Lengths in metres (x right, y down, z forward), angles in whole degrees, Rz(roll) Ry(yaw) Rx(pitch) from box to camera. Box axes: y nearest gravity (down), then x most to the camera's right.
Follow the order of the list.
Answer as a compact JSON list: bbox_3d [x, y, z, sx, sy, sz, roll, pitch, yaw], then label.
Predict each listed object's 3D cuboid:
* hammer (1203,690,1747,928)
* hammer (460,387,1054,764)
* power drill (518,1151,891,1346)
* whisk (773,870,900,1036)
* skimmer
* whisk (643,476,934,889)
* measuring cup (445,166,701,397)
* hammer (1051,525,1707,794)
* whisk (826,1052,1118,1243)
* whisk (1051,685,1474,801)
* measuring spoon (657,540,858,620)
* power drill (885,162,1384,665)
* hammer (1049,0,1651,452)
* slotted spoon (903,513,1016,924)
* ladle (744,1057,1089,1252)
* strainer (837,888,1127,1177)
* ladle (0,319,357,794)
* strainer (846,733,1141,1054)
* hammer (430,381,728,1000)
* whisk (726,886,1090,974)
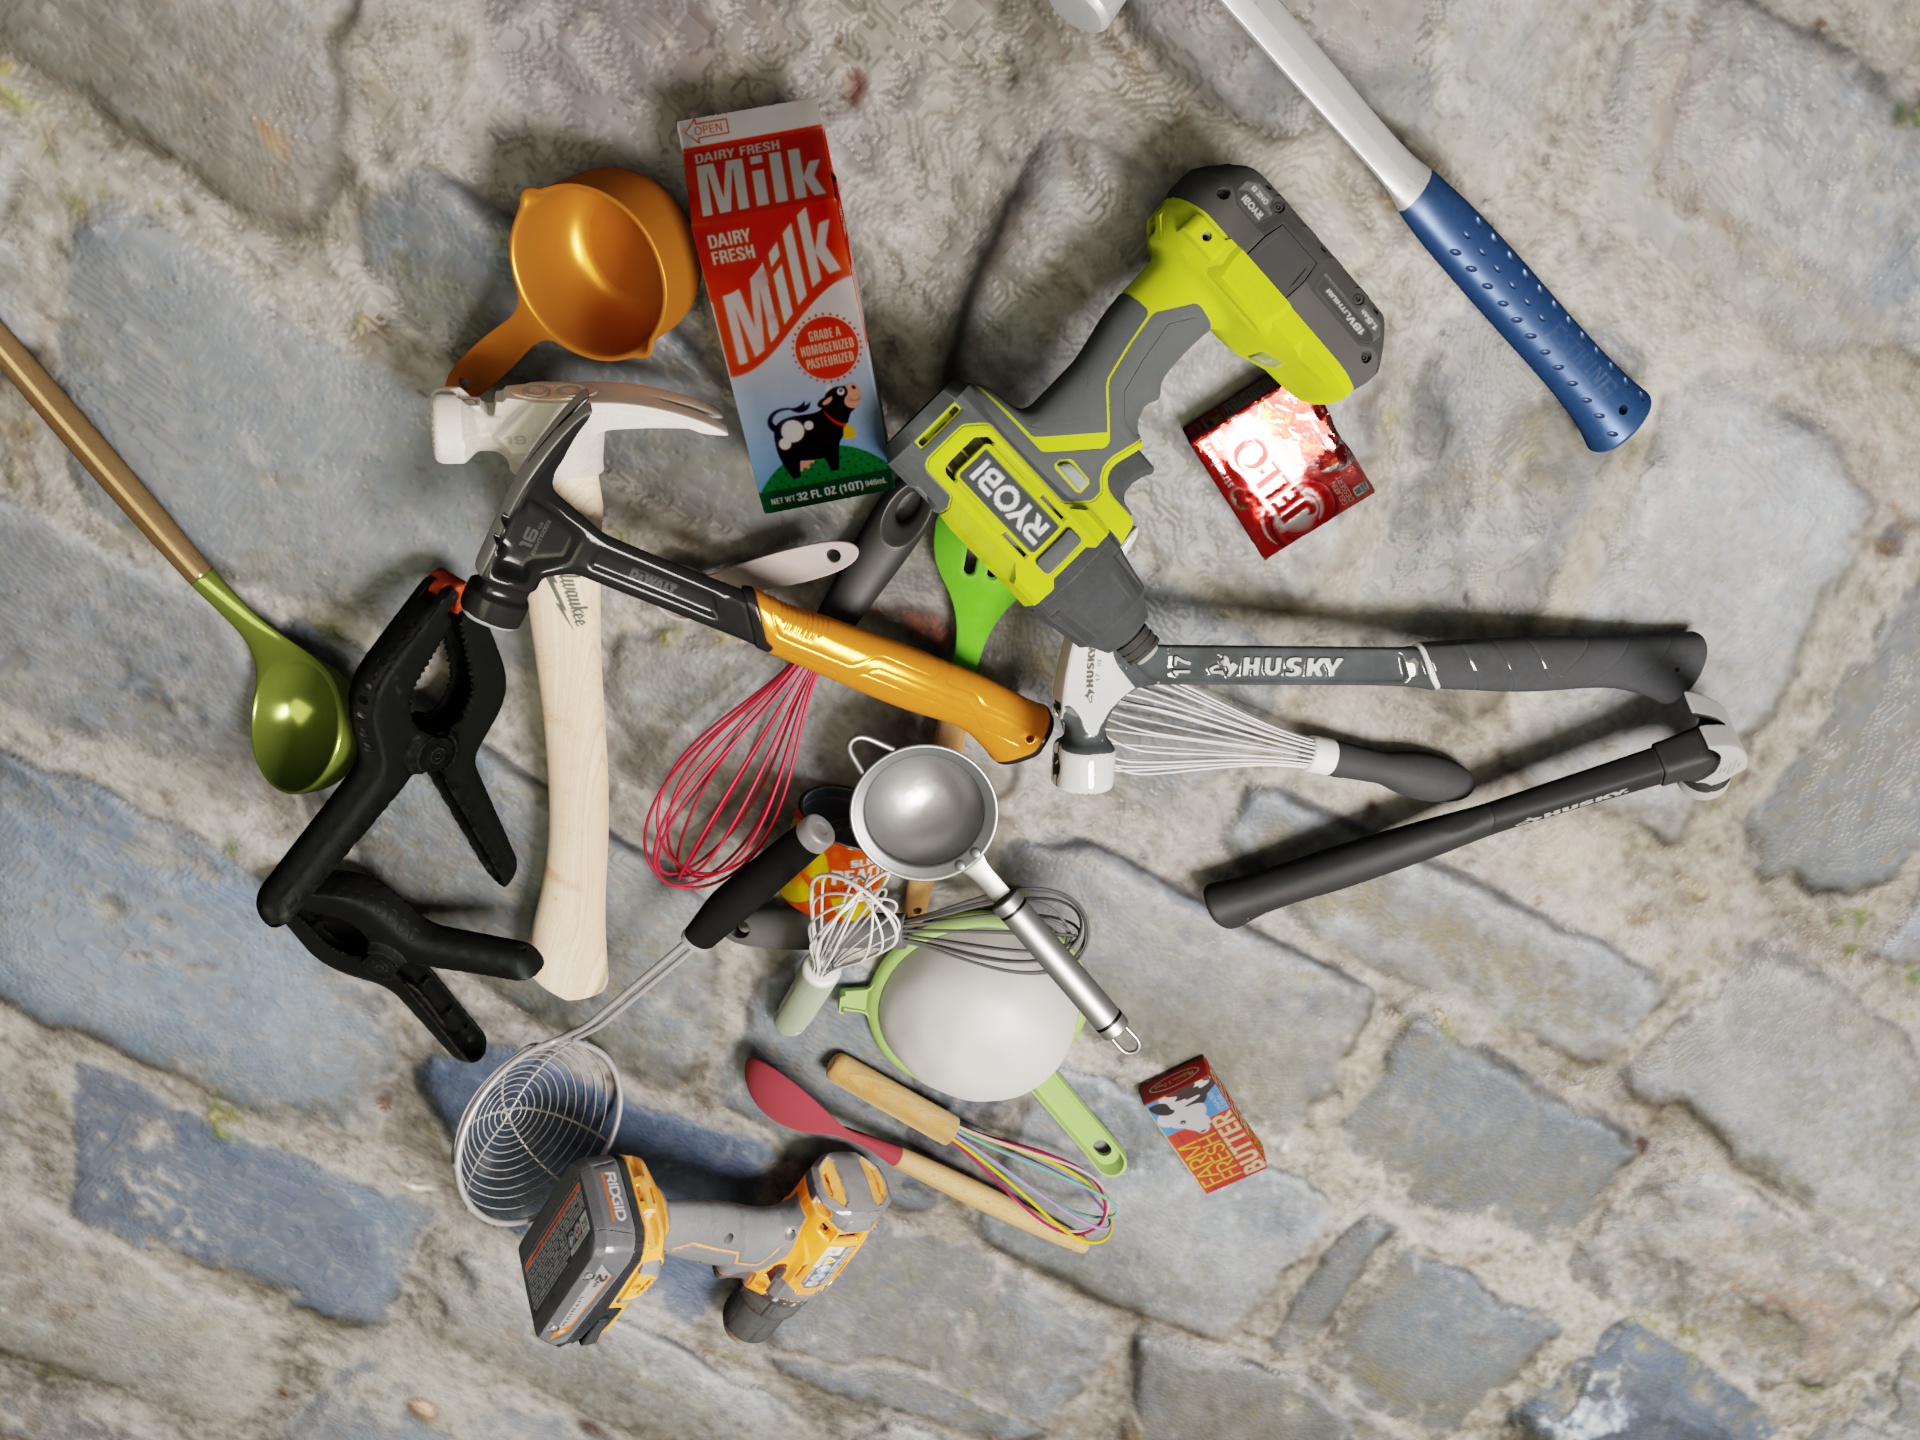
[{"bbox_3d":[0.313,0.065,0.985,0.335,0.035,0.146,-20,157,13],"label":"hammer"},{"bbox_3d":[-0.086,-0.054,0.860,0.336,0.034,0.127,22,110,-28],"label":"hammer"},{"bbox_3d":[-0.181,0.371,1.089,0.226,0.084,0.185,11,126,-36],"label":"power drill"},{"bbox_3d":[-0.083,0.147,0.963,0.059,0.058,0.246,36,148,3],"label":"whisk"},{"bbox_3d":[-0.189,0.192,0.984,0.363,0.090,0.127,-41,150,27],"label":"skimmer"},{"bbox_3d":[-0.097,-0.019,0.924,0.073,0.073,0.295,29,106,-19],"label":"whisk"},{"bbox_3d":[-0.203,-0.215,0.816,0.173,0.052,0.095,-25,109,37],"label":"measuring cup"},{"bbox_3d":[0.251,-0.037,0.919,0.409,0.036,0.149,-1,104,-15],"label":"hammer"},{"bbox_3d":[0.012,0.299,1.109,0.245,0.047,0.051,33,153,-15],"label":"whisk"},{"bbox_3d":[0.189,0.015,0.968,0.284,0.070,0.070,11,117,-16],"label":"whisk"},{"bbox_3d":[-0.115,-0.084,0.897,0.124,0.018,0.034,-12,116,13],"label":"measuring spoon"},{"bbox_3d":[0.097,-0.152,0.807,0.223,0.080,0.171,-45,100,1],"label":"power drill"},{"bbox_3d":[0.226,-0.279,0.801,0.405,0.035,0.144,36,87,-26],"label":"hammer"},{"bbox_3d":[-0.002,-0.003,0.956,0.070,0.031,0.313,6,120,-12],"label":"slotted spoon"},{"bbox_3d":[-0.025,0.315,1.121,0.315,0.069,0.031,33,70,-25],"label":"ladle"},{"bbox_3d":[0.043,0.242,1.068,0.151,0.069,0.256,-32,115,12],"label":"strainer"},{"bbox_3d":[-0.434,-0.093,0.856,0.078,0.062,0.320,-19,117,28],"label":"ladle"},{"bbox_3d":[0.022,0.102,0.936,0.087,0.050,0.258,-38,98,13],"label":"strainer"},{"bbox_3d":[-0.213,0.002,0.916,0.146,0.038,0.410,-3,126,-15],"label":"hammer"},{"bbox_3d":[-0.037,0.129,0.998,0.239,0.055,0.055,-1,120,11],"label":"whisk"}]
